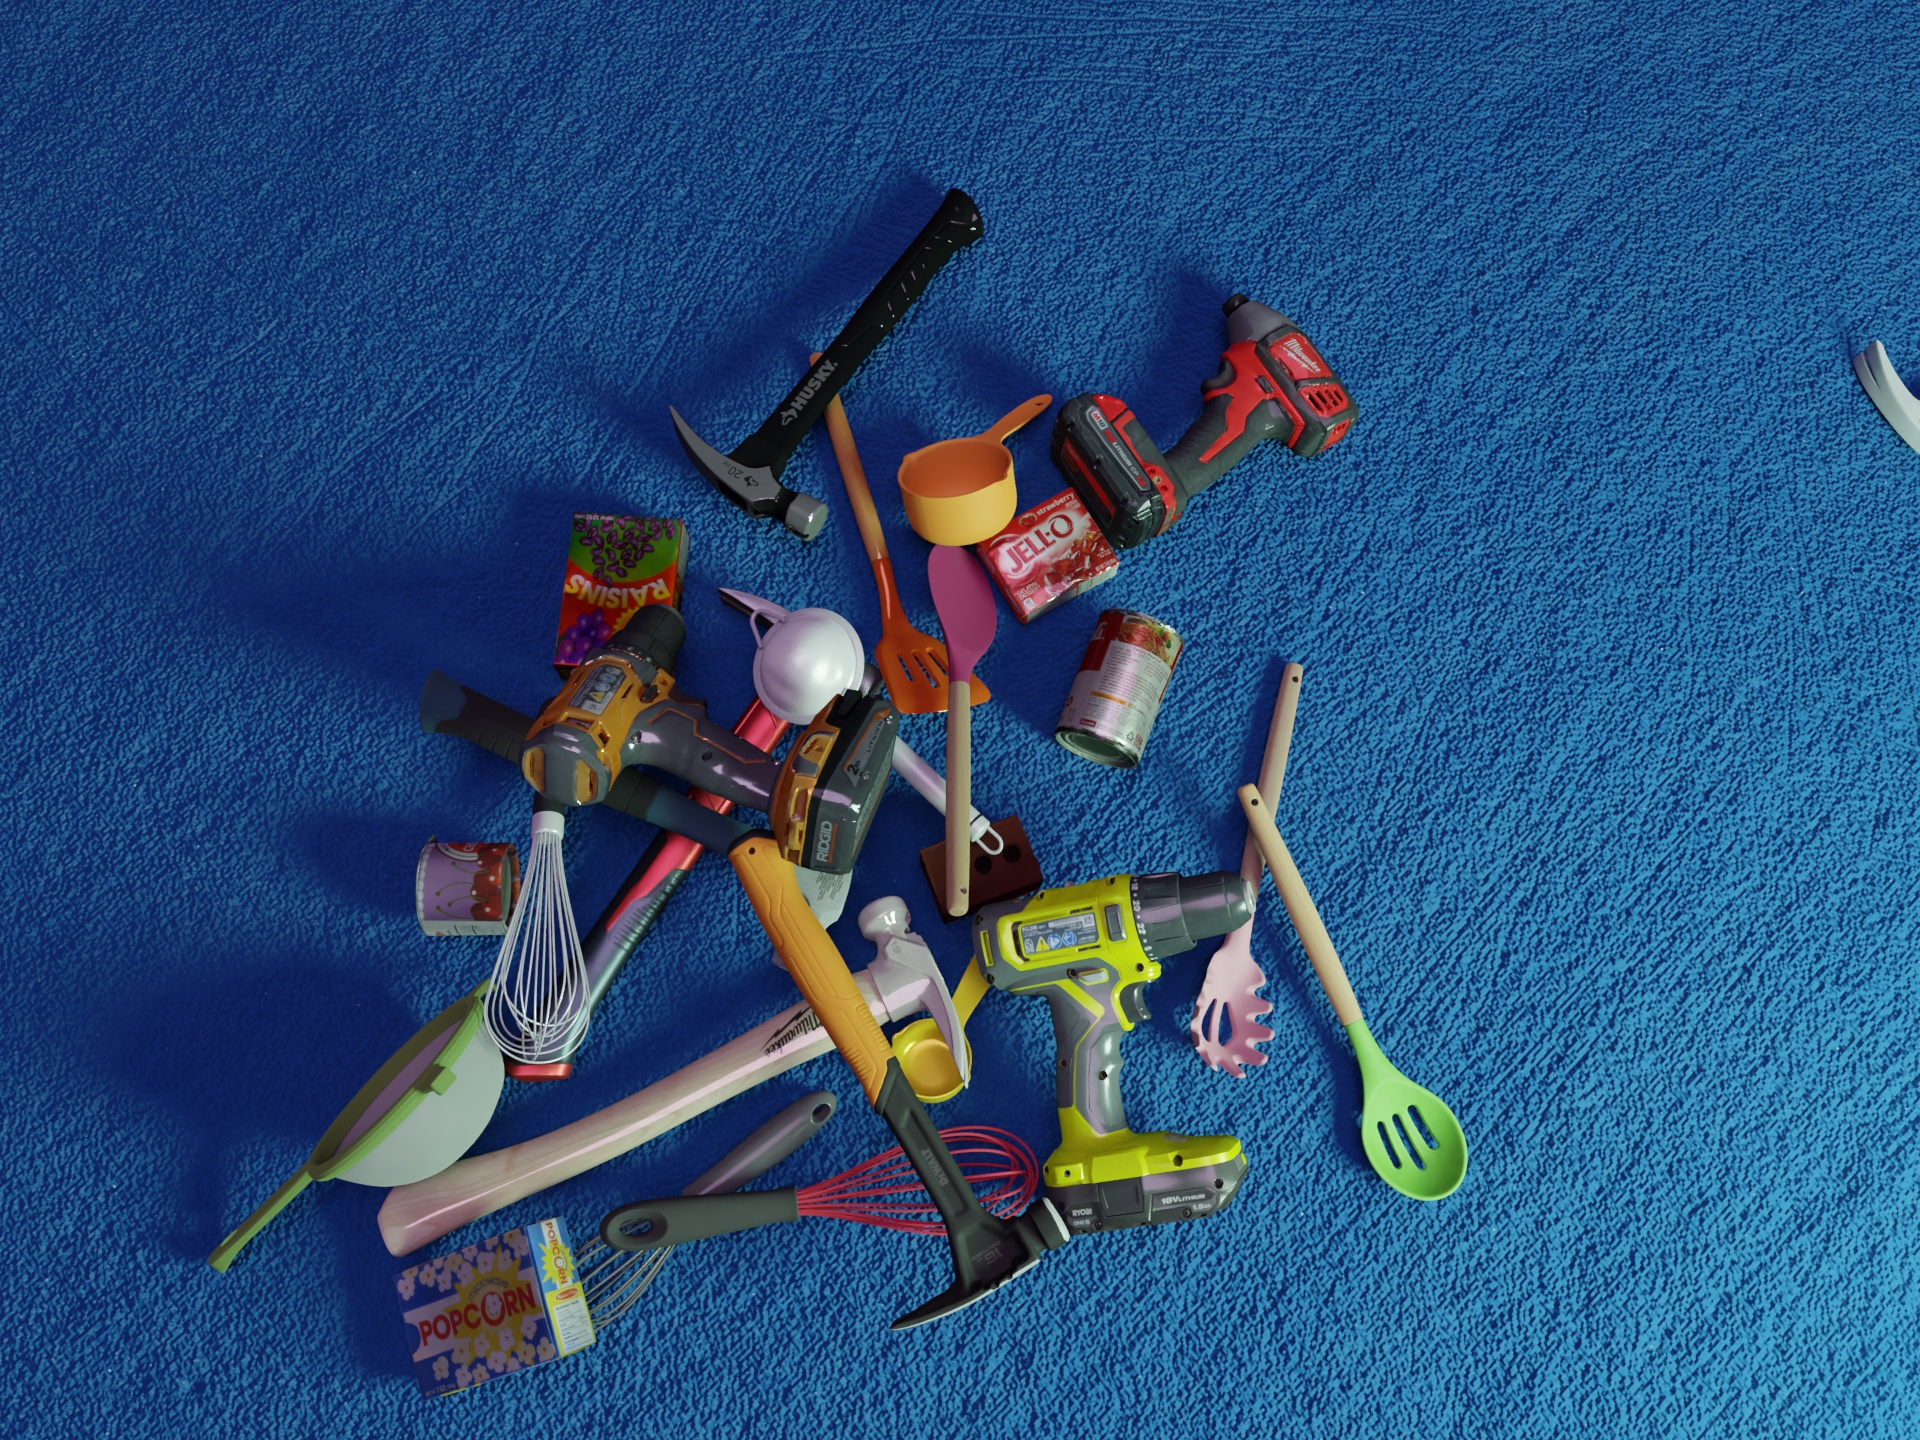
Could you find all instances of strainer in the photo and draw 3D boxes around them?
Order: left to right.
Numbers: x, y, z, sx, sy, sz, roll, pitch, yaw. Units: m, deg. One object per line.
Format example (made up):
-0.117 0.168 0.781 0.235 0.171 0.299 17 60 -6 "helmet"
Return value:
-0.393 0.296 1.064 0.256 0.151 0.069 -43 104 6 "strainer"
-0.064 0.004 1.134 0.258 0.050 0.087 43 95 11 "strainer"

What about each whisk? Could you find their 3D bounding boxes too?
-0.292 0.103 1.113 0.070 0.070 0.285 -4 58 -3 "whisk"
-0.181 0.332 1.084 0.239 0.055 0.055 -36 79 -15 "whisk"
-0.090 0.321 1.063 0.295 0.073 0.073 -5 75 -11 "whisk"

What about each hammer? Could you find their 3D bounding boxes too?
-0.228 0.052 1.111 0.331 0.033 0.128 25 72 0 "hammer"
-0.219 0.085 1.153 0.143 0.038 0.386 32 76 8 "hammer"
-0.196 0.268 1.088 0.410 0.038 0.146 -25 57 -6 "hammer"
-0.087 -0.299 1.250 0.146 0.035 0.335 31 70 11 "hammer"
-0.068 0.222 1.043 0.127 0.034 0.337 -30 77 -4 "hammer"
0.910 -0.360 1.315 0.405 0.035 0.144 -41 80 -12 "hammer"

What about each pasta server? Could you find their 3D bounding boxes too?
0.218 0.103 1.163 0.060 0.040 0.316 20 73 -14 "pasta server"

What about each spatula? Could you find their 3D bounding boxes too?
-0.064 -0.147 1.221 0.081 0.041 0.323 -9 72 -29 "spatula"

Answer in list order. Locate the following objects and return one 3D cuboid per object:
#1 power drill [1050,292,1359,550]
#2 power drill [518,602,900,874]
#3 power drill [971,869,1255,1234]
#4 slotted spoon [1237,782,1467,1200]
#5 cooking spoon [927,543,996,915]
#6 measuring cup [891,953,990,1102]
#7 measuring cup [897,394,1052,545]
0.187 -0.239 1.240 0.219 0.078 0.143 -30 78 -12 "power drill"
-0.159 0.003 1.080 0.226 0.084 0.185 15 40 4 "power drill"
0.120 0.216 1.076 0.190 0.080 0.228 -13 81 16 "power drill"
0.270 0.189 1.131 0.070 0.031 0.314 -23 82 -9 "slotted spoon"
-0.002 -0.004 1.137 0.068 0.017 0.319 27 46 -32 "cooking spoon"
0.004 0.204 1.139 0.062 0.029 0.156 27 63 13 "measuring cup"
0.024 -0.195 1.234 0.095 0.052 0.174 18 45 32 "measuring cup"
